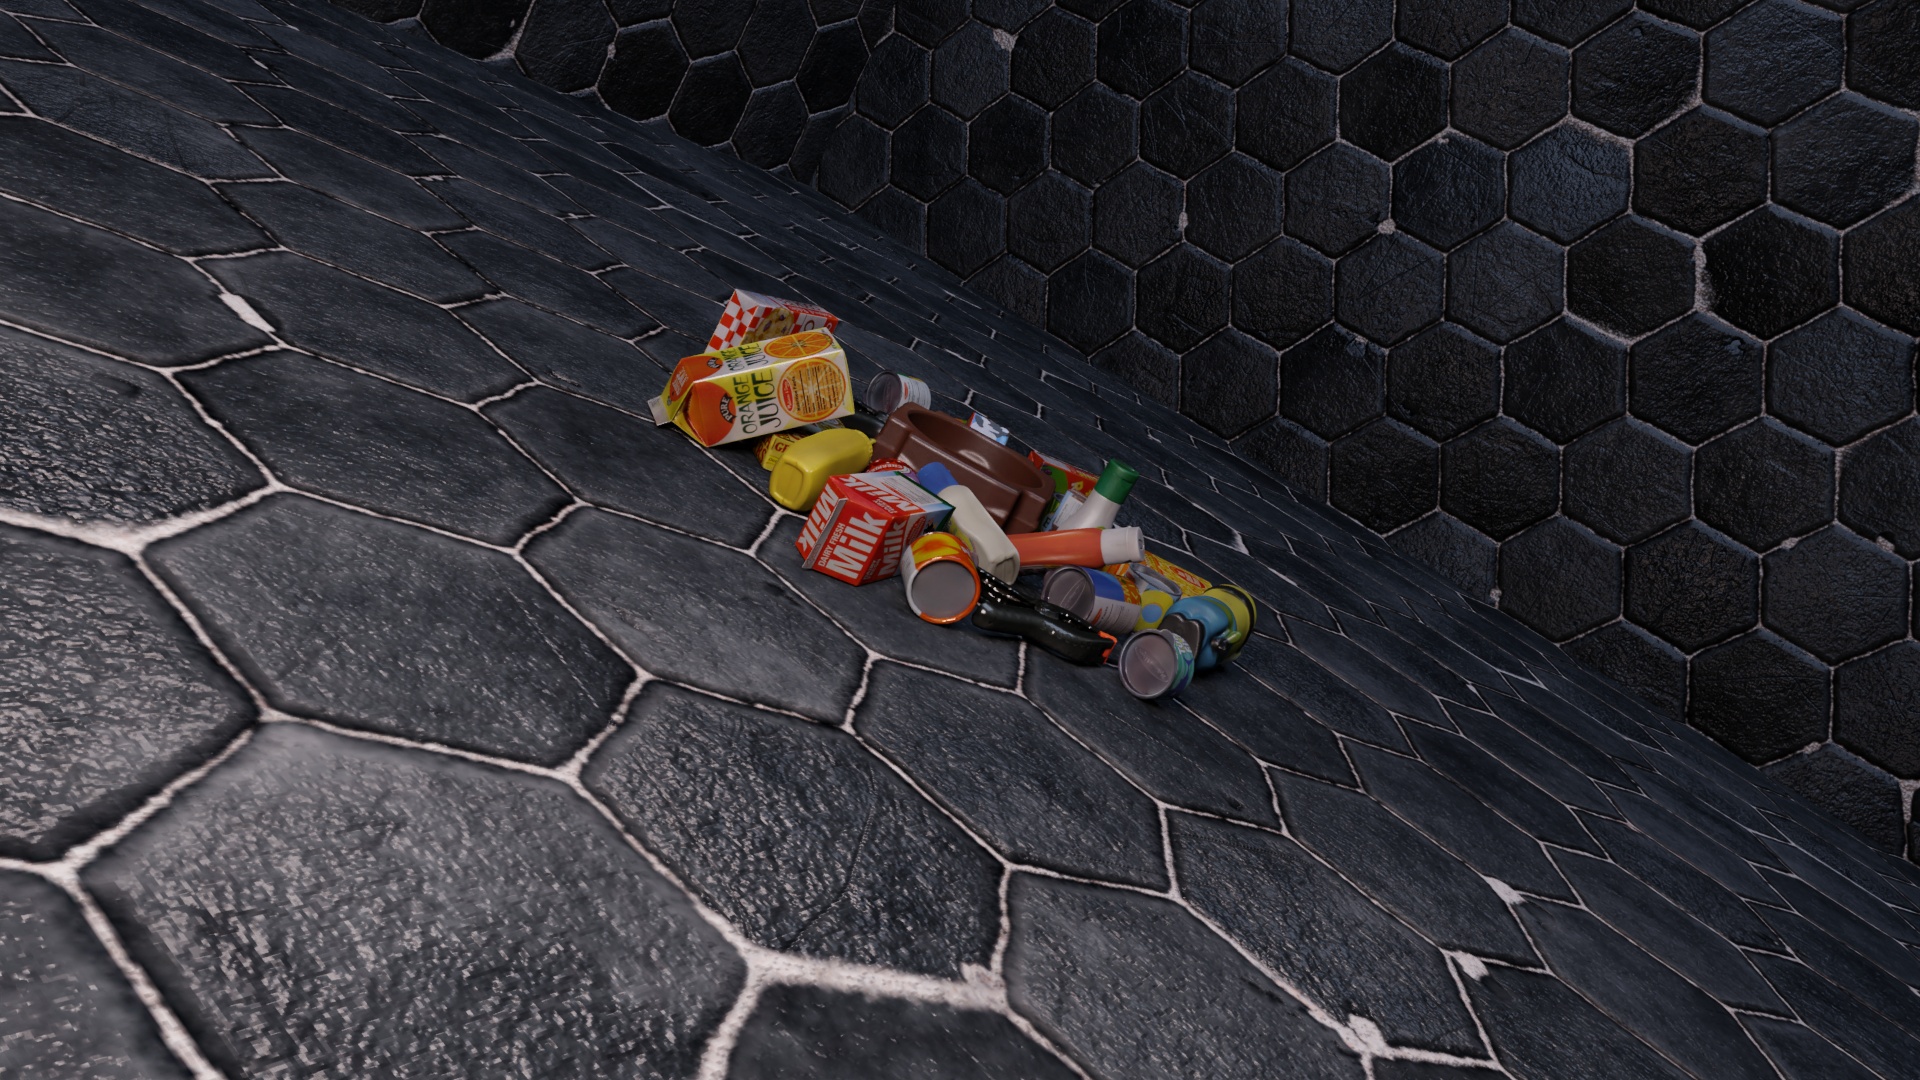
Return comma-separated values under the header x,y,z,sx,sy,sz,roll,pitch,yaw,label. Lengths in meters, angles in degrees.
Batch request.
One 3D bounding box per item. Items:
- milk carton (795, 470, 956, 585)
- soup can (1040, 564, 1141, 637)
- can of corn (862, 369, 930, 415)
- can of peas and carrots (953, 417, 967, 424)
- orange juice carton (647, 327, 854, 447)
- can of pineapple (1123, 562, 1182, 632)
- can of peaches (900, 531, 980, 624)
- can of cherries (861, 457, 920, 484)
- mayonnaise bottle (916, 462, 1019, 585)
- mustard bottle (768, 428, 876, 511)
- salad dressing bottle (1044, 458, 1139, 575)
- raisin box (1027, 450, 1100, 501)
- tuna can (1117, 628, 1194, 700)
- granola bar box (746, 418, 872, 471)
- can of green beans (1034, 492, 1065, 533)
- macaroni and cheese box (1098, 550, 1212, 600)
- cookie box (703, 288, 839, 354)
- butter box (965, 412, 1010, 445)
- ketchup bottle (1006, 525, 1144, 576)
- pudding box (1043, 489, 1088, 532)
x,y,z,sx,sy,sz,roll,pitch,yaw,label
-0.082,-0.013,1.249,0.073,0.072,0.191,33,15,16,milk carton
0.131,0.060,1.394,0.084,0.071,0.071,12,22,-48,soup can
-0.083,-0.186,1.823,0.058,0.071,0.071,12,22,-49,can of corn
-0.001,-0.119,1.753,0.071,0.070,0.059,38,18,32,can of peas and carrots
-0.210,-0.148,1.371,0.193,0.072,0.072,-14,30,-13,orange juice carton
0.201,0.066,1.517,0.071,0.057,0.071,27,15,-8,can of pineapple
-0.016,0.033,1.224,0.071,0.071,0.058,24,16,-15,can of peaches
-0.070,-0.045,1.378,0.071,0.071,0.058,24,15,-16,can of cherries
0.005,-0.017,1.390,0.041,0.064,0.148,-25,56,-19,mayonnaise bottle
-0.126,-0.077,1.350,0.049,0.065,0.161,31,28,13,mustard bottle
0.143,-0.018,1.515,0.064,0.147,0.044,19,17,-31,salad dressing bottle
0.124,-0.049,1.700,0.123,0.086,0.040,19,16,-31,raisin box
0.186,0.115,1.307,0.033,0.071,0.071,13,22,-49,tuna can
-0.168,-0.107,1.466,0.124,0.039,0.166,19,18,-31,granola bar box
0.126,-0.016,1.649,0.071,0.057,0.071,27,15,-8,can of green beans
0.227,0.047,1.657,0.166,0.040,0.124,27,14,-7,macaroni and cheese box
-0.218,-0.210,1.552,0.040,0.122,0.168,35,16,20,cookie box
0.020,-0.101,1.686,0.053,0.024,0.104,27,59,-11,butter box
0.111,0.010,1.416,0.149,0.043,0.064,-6,-10,19,ketchup bottle
0.126,-0.012,1.589,0.050,0.083,0.030,33,12,17,pudding box
